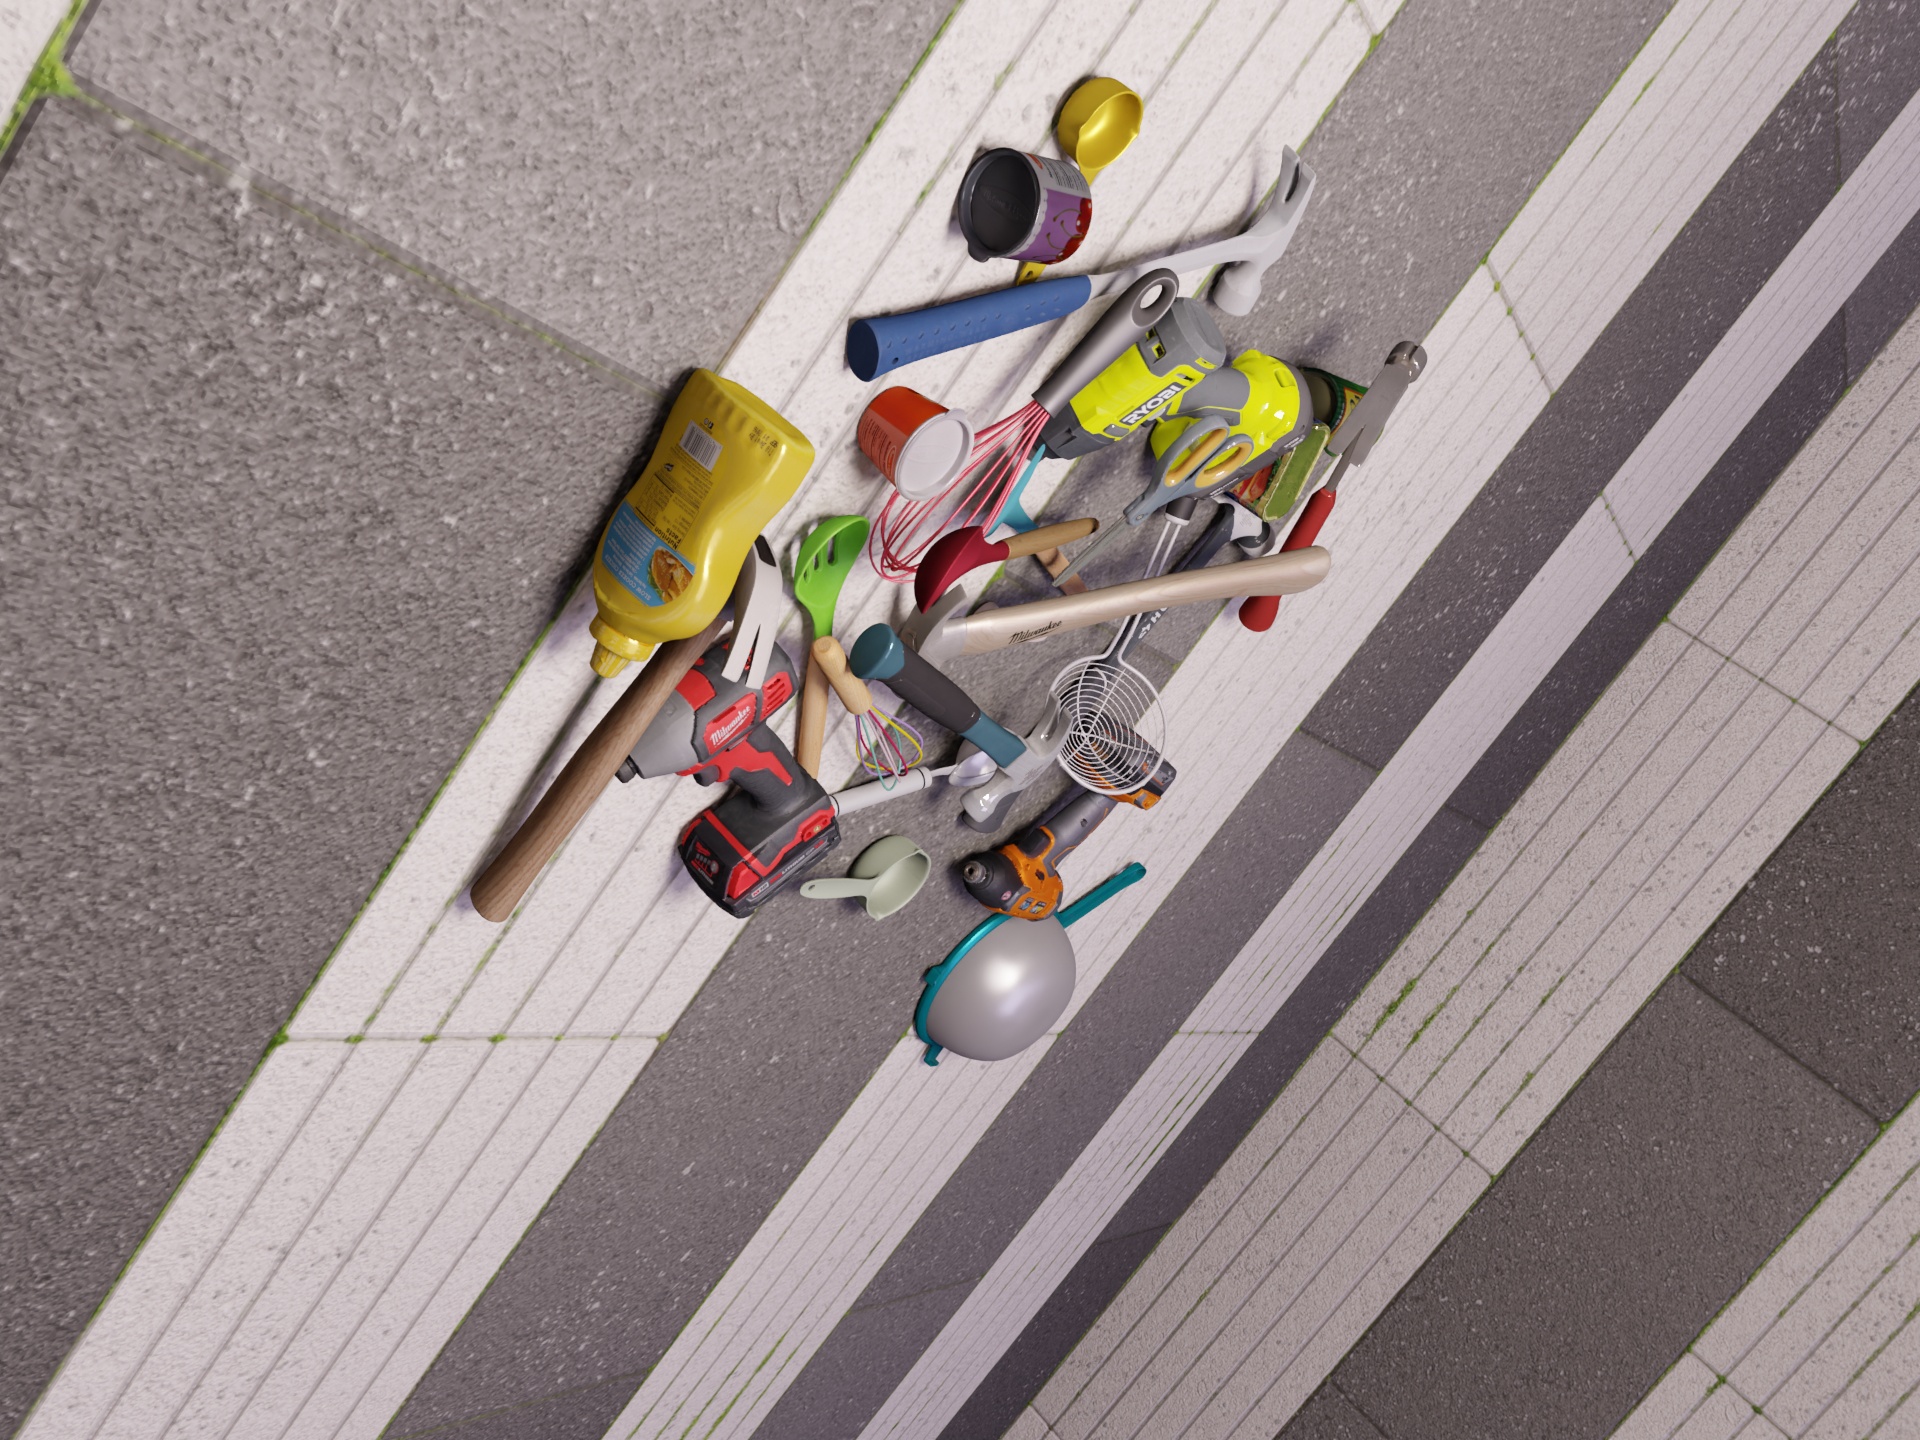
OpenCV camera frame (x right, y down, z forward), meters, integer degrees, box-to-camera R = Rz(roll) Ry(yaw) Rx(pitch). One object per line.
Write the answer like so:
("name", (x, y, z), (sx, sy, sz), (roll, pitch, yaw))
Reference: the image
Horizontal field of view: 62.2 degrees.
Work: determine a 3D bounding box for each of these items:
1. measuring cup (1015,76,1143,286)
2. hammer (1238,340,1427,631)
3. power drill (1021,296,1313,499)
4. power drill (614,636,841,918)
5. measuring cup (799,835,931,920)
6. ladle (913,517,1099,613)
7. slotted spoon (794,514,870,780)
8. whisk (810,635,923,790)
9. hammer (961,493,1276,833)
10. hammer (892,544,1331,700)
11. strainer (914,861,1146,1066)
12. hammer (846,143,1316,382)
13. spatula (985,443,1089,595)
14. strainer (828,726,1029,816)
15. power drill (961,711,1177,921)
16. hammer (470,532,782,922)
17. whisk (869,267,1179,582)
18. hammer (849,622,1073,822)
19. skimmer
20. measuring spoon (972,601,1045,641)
("measuring cup", (0.068, -0.357, 1.062), (0.062, 0.029, 0.156), (-18, 150, -44))
("hammer", (0.319, -0.181, 1.451), (0.149, 0.037, 0.358), (-53, 170, -29))
("power drill", (0.163, -0.241, 1.240), (0.171, 0.080, 0.223), (-32, 159, 33))
("power drill", (-0.171, 0.043, 1.159), (0.143, 0.079, 0.219), (-38, 146, -19))
("measuring cup", (-0.094, 0.137, 1.412), (0.167, 0.038, 0.083), (5, 121, -53))
("ladle", (0.042, -0.127, 1.161), (0.069, 0.031, 0.315), (-54, 167, 26))
("slotted spoon", (-0.108, -0.034, 1.198), (0.070, 0.031, 0.313), (-37, 152, -36))
("whisk", (-0.077, -0.004, 1.230), (0.051, 0.047, 0.244), (-65, 160, -17))
("hammer", (0.142, -0.054, 1.504), (0.409, 0.036, 0.149), (-50, 150, 3))
("hammer", (0.142, -0.104, 1.306), (0.410, 0.038, 0.146), (-13, 155, -26))
("strainer", (0.106, 0.275, 1.785), (0.340, 0.095, 0.210), (-31, 147, -26))
("hammer", (0.094, -0.308, 1.115), (0.405, 0.035, 0.144), (-24, 157, -33))
("spatula", (0.077, -0.134, 1.306), (0.082, 0.044, 0.317), (-58, 154, -4))
("strainer", (-0.028, 0.046, 1.388), (0.258, 0.050, 0.086), (-17, 159, -35))
("power drill", (0.099, 0.103, 1.589), (0.226, 0.084, 0.164), (-49, 151, 9))
("hammer", (-0.222, 0.011, 1.032), (0.031, 0.130, 0.331), (20, 118, -44))
("whisk", (0.045, -0.208, 1.127), (0.296, 0.073, 0.073), (-45, 152, 9))
("hammer", (-0.002, -0.004, 1.264), (0.128, 0.033, 0.330), (-40, 152, 7))
("skimmer", (0.176, -0.112, 1.393), (0.127, 0.090, 0.363), (14, 110, -21))
("measuring spoon", (0.047, -0.077, 1.364), (0.124, 0.018, 0.034), (7, 119, -57))
